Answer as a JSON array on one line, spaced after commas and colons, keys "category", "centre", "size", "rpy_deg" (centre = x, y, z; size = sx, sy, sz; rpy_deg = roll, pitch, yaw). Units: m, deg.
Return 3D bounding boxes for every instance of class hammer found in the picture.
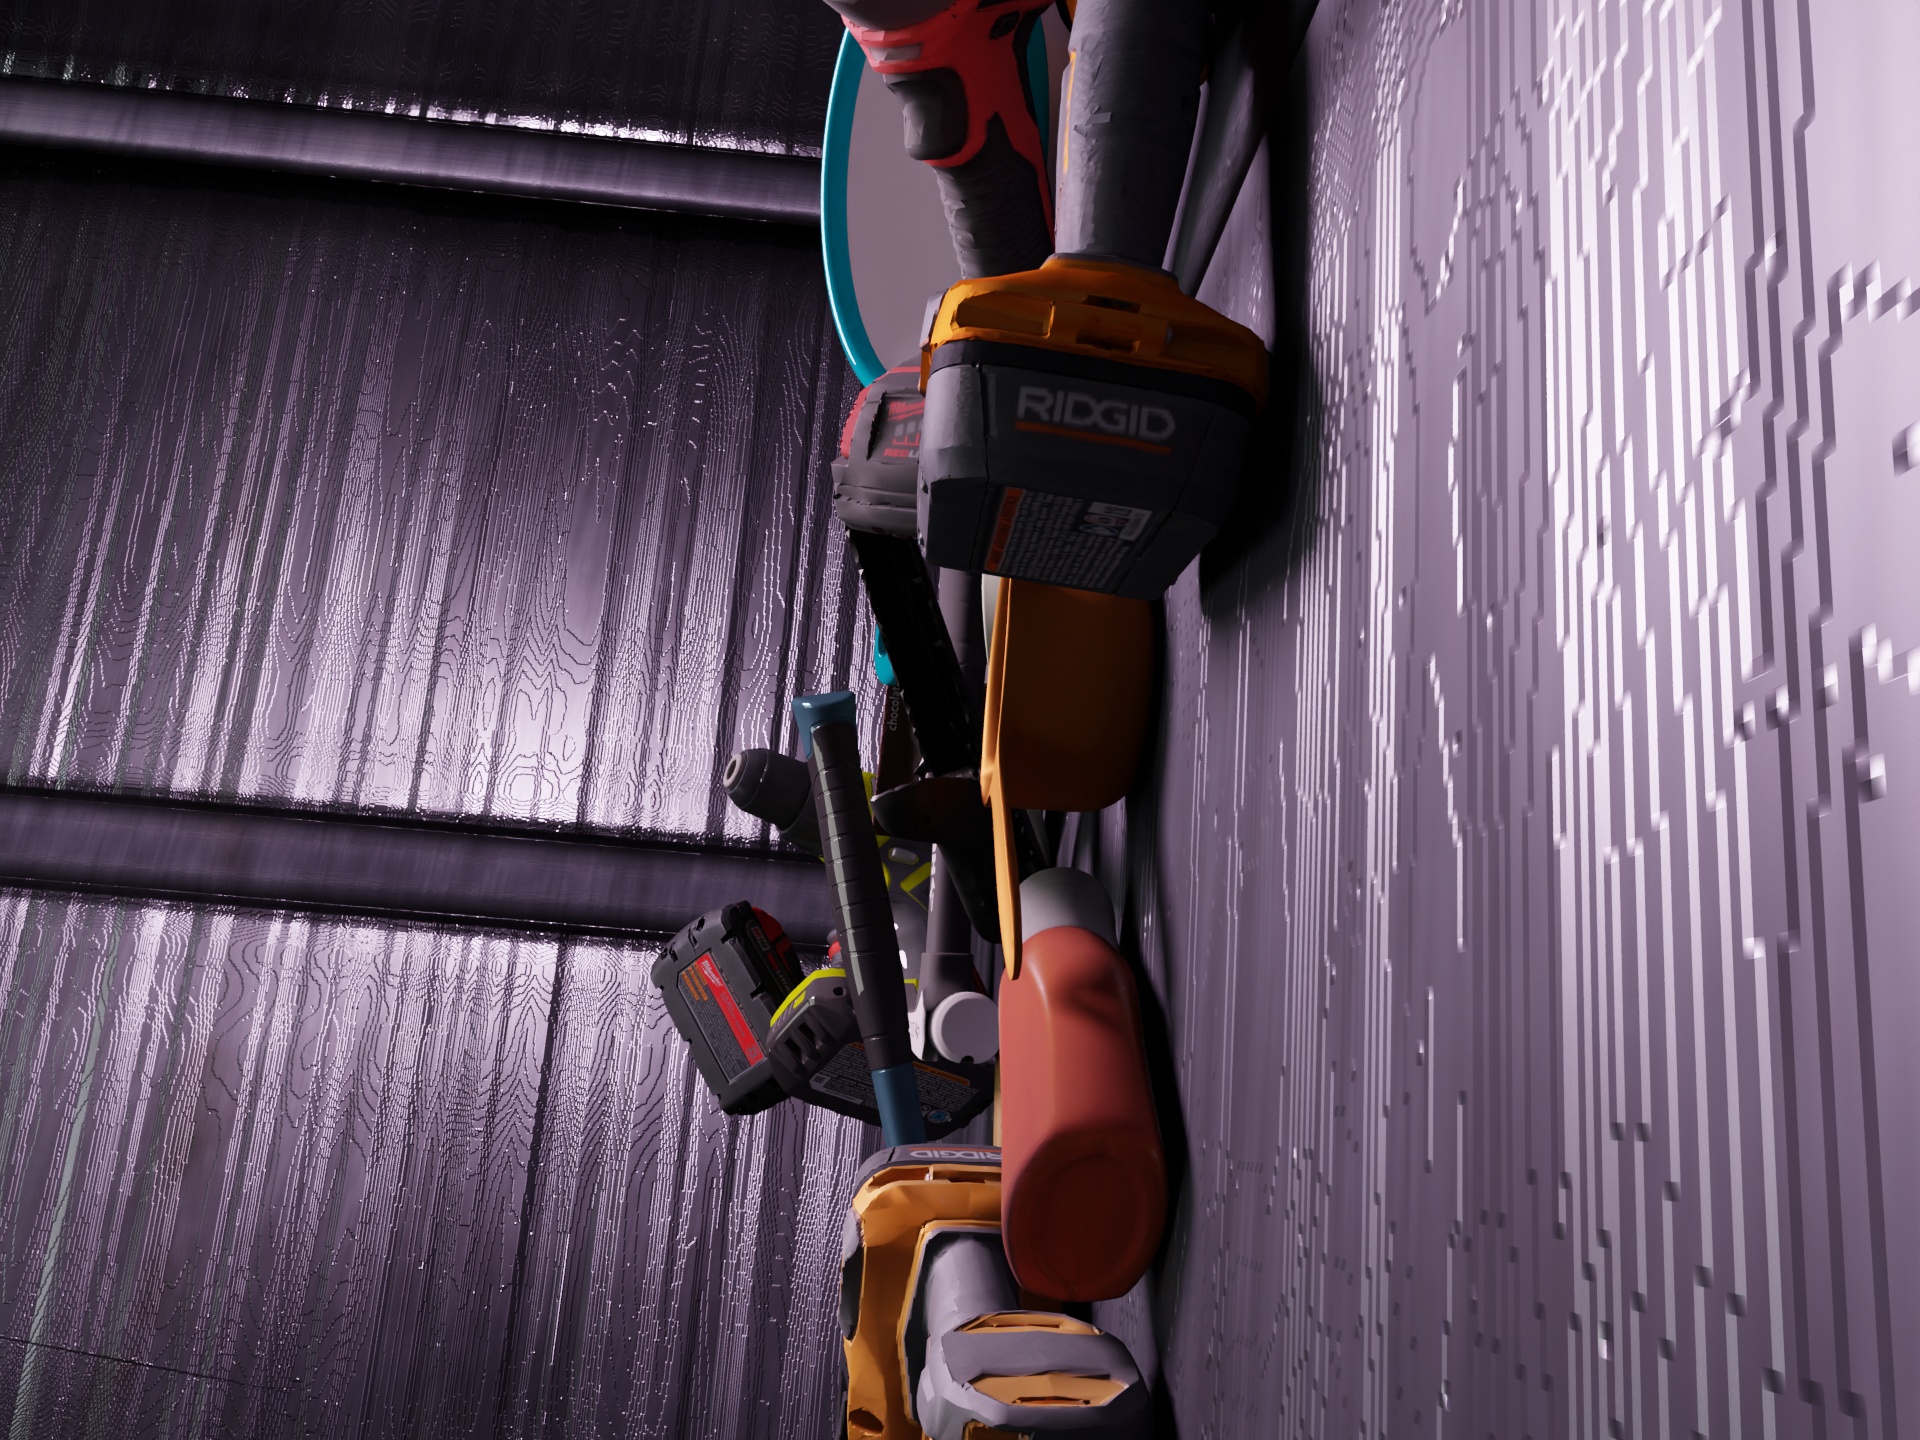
[{"category": "hammer", "centre": [-0.001, -0.003, 0.791], "size": [0.146, 0.035, 0.335], "rpy_deg": [141, 133, -77]}, {"category": "hammer", "centre": [-0.033, 0.142, 0.715], "size": [0.128, 0.033, 0.331], "rpy_deg": [128, 132, -70]}]

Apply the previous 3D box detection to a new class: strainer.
[{"category": "strainer", "centre": [0.013, -0.181, 0.724], "size": [0.211, 0.095, 0.340], "rpy_deg": [35, 125, 57]}]

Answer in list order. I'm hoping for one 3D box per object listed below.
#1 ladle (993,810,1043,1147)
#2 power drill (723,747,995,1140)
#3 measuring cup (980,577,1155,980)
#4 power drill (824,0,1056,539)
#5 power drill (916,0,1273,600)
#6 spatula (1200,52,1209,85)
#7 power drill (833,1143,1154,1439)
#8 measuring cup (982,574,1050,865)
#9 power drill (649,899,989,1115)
[{"category": "ladle", "centre": [0.025, 0.164, 0.745], "size": [0.069, 0.031, 0.316], "rpy_deg": [76, -166, -60]}, {"category": "power drill", "centre": [-0.056, 0.120, 0.953], "size": [0.080, 0.190, 0.229], "rpy_deg": [-50, 29, 32]}, {"category": "measuring cup", "centre": [0.037, 0.016, 0.511], "size": [0.174, 0.052, 0.095], "rpy_deg": [-91, 6, -49]}, {"category": "power drill", "centre": [-0.001, -0.178, 0.535], "size": [0.143, 0.078, 0.219], "rpy_deg": [-45, -44, -50]}, {"category": "power drill", "centre": [0.042, -0.153, 0.436], "size": [0.164, 0.084, 0.226], "rpy_deg": [109, 170, -83]}, {"category": "spatula", "centre": [0.076, -0.313, 0.637], "size": [0.323, 0.041, 0.081], "rpy_deg": [-94, 8, -50]}, {"category": "power drill", "centre": [0.005, 0.246, 0.490], "size": [0.226, 0.084, 0.185], "rpy_deg": [-149, 63, -82]}, {"category": "measuring cup", "centre": [0.041, 0.003, 0.729], "size": [0.083, 0.038, 0.167], "rpy_deg": [-87, -13, -52]}, {"category": "power drill", "centre": [-0.091, 0.142, 1.033], "size": [0.226, 0.080, 0.188], "rpy_deg": [-12, -113, -56]}]
